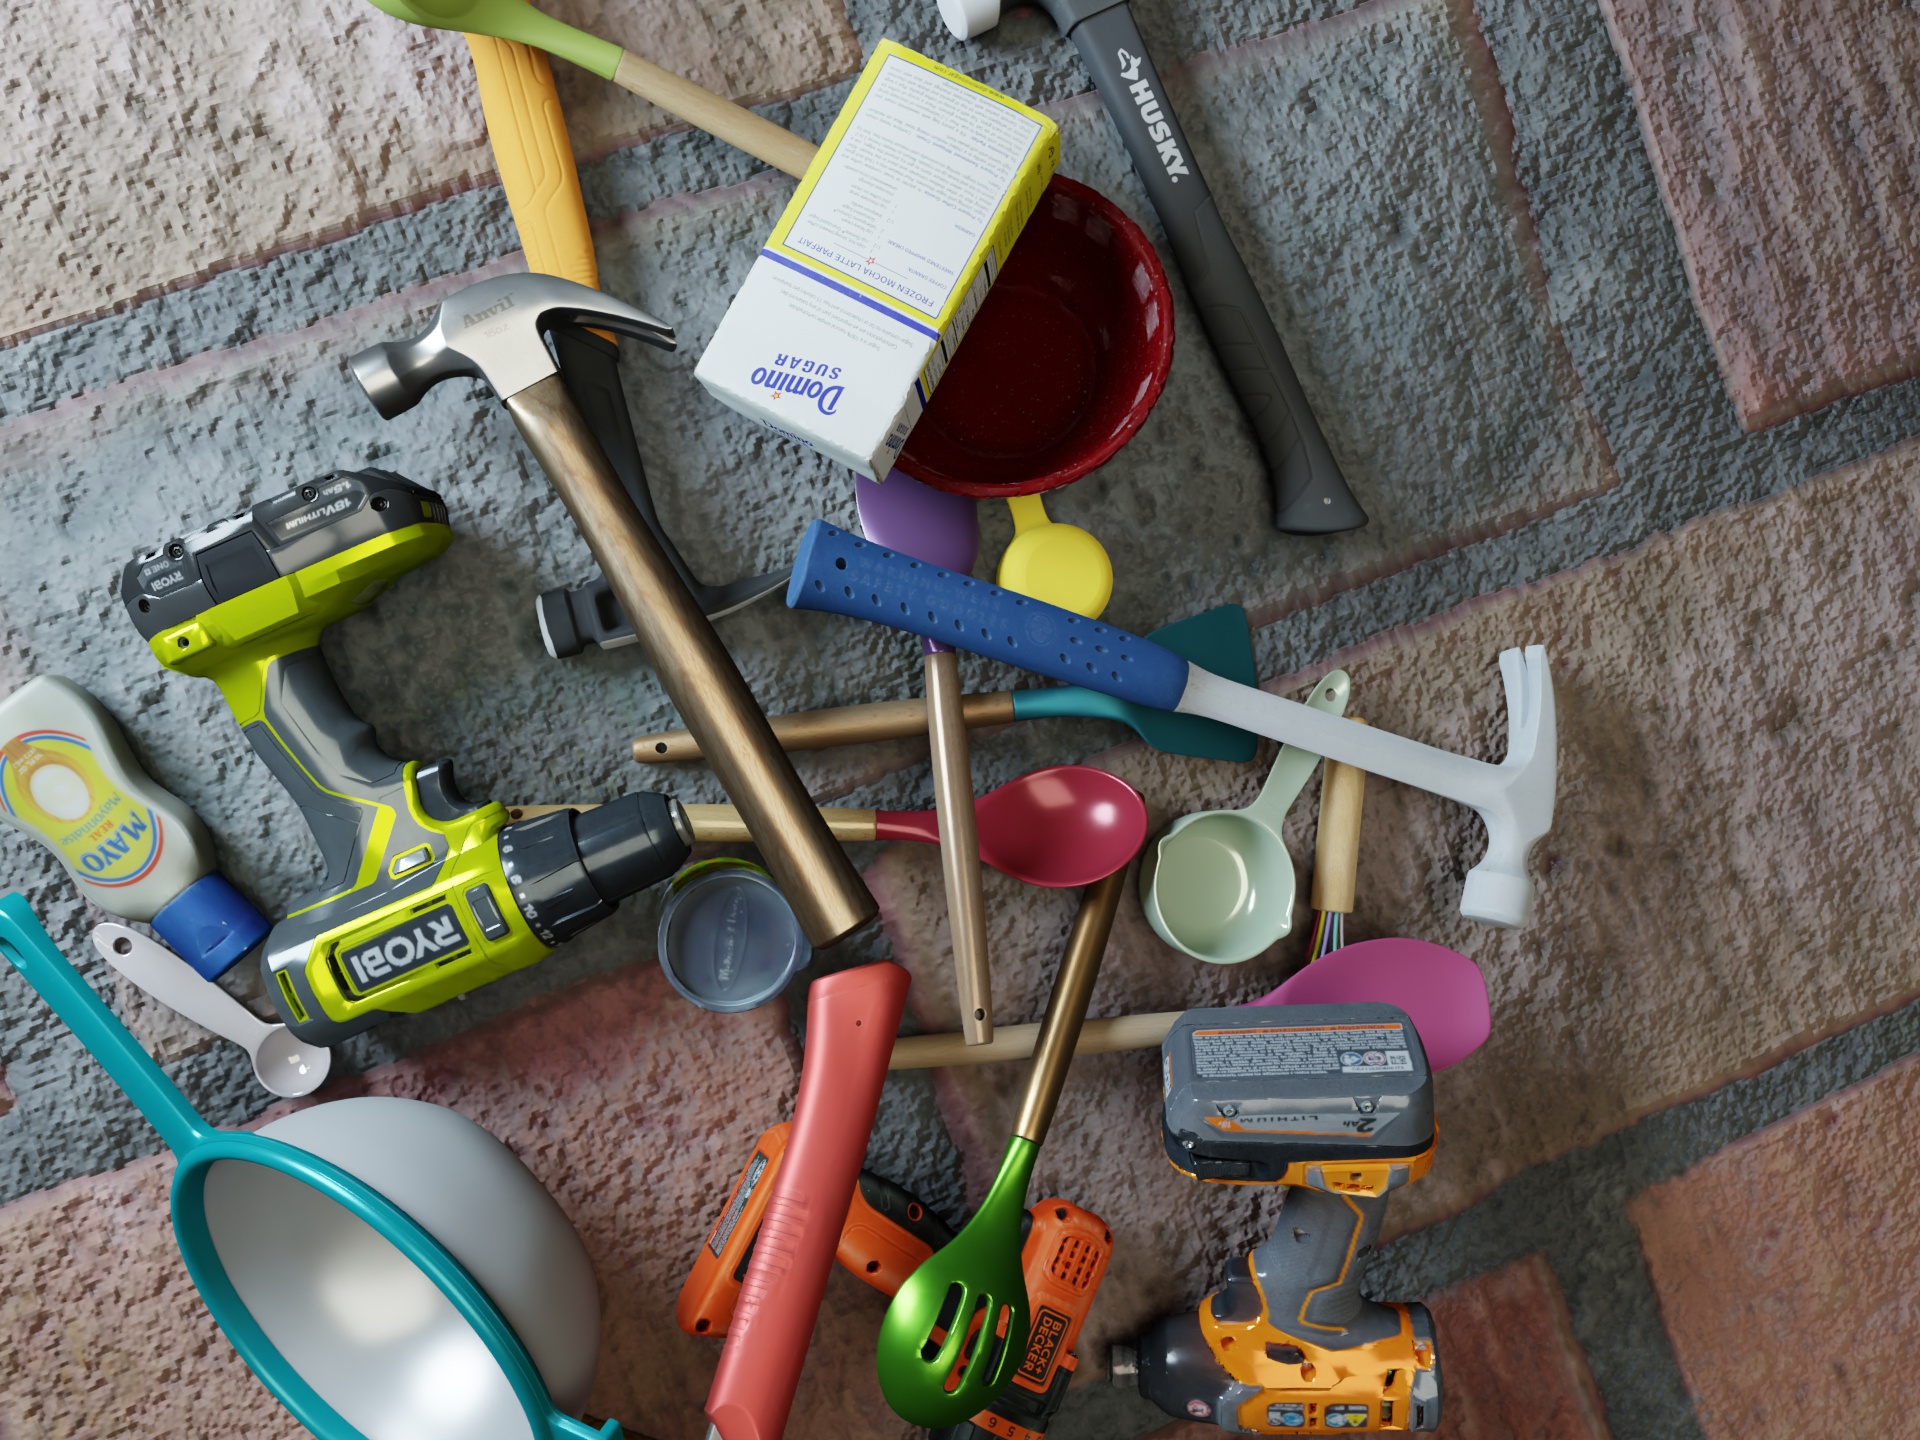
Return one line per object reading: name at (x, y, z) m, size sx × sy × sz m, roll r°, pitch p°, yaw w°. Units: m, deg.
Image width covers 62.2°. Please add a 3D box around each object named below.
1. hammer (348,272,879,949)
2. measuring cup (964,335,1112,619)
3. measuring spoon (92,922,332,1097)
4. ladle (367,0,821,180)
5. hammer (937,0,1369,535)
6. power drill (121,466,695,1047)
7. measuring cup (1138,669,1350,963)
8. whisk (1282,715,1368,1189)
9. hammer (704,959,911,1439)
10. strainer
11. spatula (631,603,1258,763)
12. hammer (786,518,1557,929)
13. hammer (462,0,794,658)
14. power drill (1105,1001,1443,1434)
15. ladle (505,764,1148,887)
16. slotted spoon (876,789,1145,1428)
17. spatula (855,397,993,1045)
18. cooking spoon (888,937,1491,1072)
hammer at (-0.130, -0.049, 0.711) m, size 0.130 × 0.031 × 0.331 m, roll -31°, pitch 92°, yaw -8°
measuring cup at (0.033, -0.117, 0.786) m, size 0.062 × 0.029 × 0.156 m, roll -19°, pitch 94°, yaw -10°
measuring spoon at (-0.342, 0.129, 0.731) m, size 0.124 × 0.018 × 0.034 m, roll 35°, pitch 87°, yaw -3°
ladle at (-0.126, -0.291, 0.717) m, size 0.320 × 0.062 × 0.078 m, roll 21°, pitch 61°, yaw -22°
hammer at (0.125, -0.245, 0.799) m, size 0.146 × 0.035 × 0.334 m, roll -27°, pitch 96°, yaw -8°
power drill at (-0.243, 0.010, 0.704) m, size 0.190 × 0.080 × 0.228 m, roll -24°, pitch 96°, yaw -1°
measuring cup at (0.150, 0.046, 0.812) m, size 0.083 × 0.038 × 0.167 m, roll 34°, pitch 77°, yaw -11°
whisk at (0.186, 0.119, 0.816) m, size 0.047 × 0.051 × 0.245 m, roll 7°, pitch 87°, yaw -5°
hammer at (-0.076, 0.278, 0.682) m, size 0.149 × 0.036 × 0.359 m, roll 22°, pitch 66°, yaw -12°
strainer at (-0.271, 0.190, 0.687) m, size 0.340 × 0.211 × 0.095 m, roll 50°, pitch 41°, yaw -2°
spatula at (-0.001, -0.003, 0.788) m, size 0.317 × 0.044 × 0.082 m, roll -6°, pitch 93°, yaw -6°
hammer at (0.116, -0.019, 0.768) m, size 0.405 × 0.035 × 0.144 m, roll 17°, pitch 80°, yaw -15°
hammer at (-0.175, -0.205, 0.742) m, size 0.127 × 0.034 × 0.337 m, roll -16°, pitch 94°, yaw -9°
power drill at (0.146, 0.249, 0.761) m, size 0.164 × 0.084 × 0.226 m, roll -3°, pitch 115°, yaw 7°
ladle at (-0.067, 0.051, 0.767) m, size 0.315 × 0.031 × 0.069 m, roll 1°, pitch 54°, yaw -7°
slotted spoon at (0.037, 0.173, 0.751) m, size 0.070 × 0.031 × 0.314 m, roll 27°, pitch 67°, yaw -16°
spatula at (-0.009, -0.006, 0.756) m, size 0.059 × 0.018 × 0.316 m, roll -4°, pitch 78°, yaw -11°
cooking spoon at (0.102, 0.152, 0.785) m, size 0.319 × 0.017 × 0.069 m, roll -5°, pitch 77°, yaw -1°
